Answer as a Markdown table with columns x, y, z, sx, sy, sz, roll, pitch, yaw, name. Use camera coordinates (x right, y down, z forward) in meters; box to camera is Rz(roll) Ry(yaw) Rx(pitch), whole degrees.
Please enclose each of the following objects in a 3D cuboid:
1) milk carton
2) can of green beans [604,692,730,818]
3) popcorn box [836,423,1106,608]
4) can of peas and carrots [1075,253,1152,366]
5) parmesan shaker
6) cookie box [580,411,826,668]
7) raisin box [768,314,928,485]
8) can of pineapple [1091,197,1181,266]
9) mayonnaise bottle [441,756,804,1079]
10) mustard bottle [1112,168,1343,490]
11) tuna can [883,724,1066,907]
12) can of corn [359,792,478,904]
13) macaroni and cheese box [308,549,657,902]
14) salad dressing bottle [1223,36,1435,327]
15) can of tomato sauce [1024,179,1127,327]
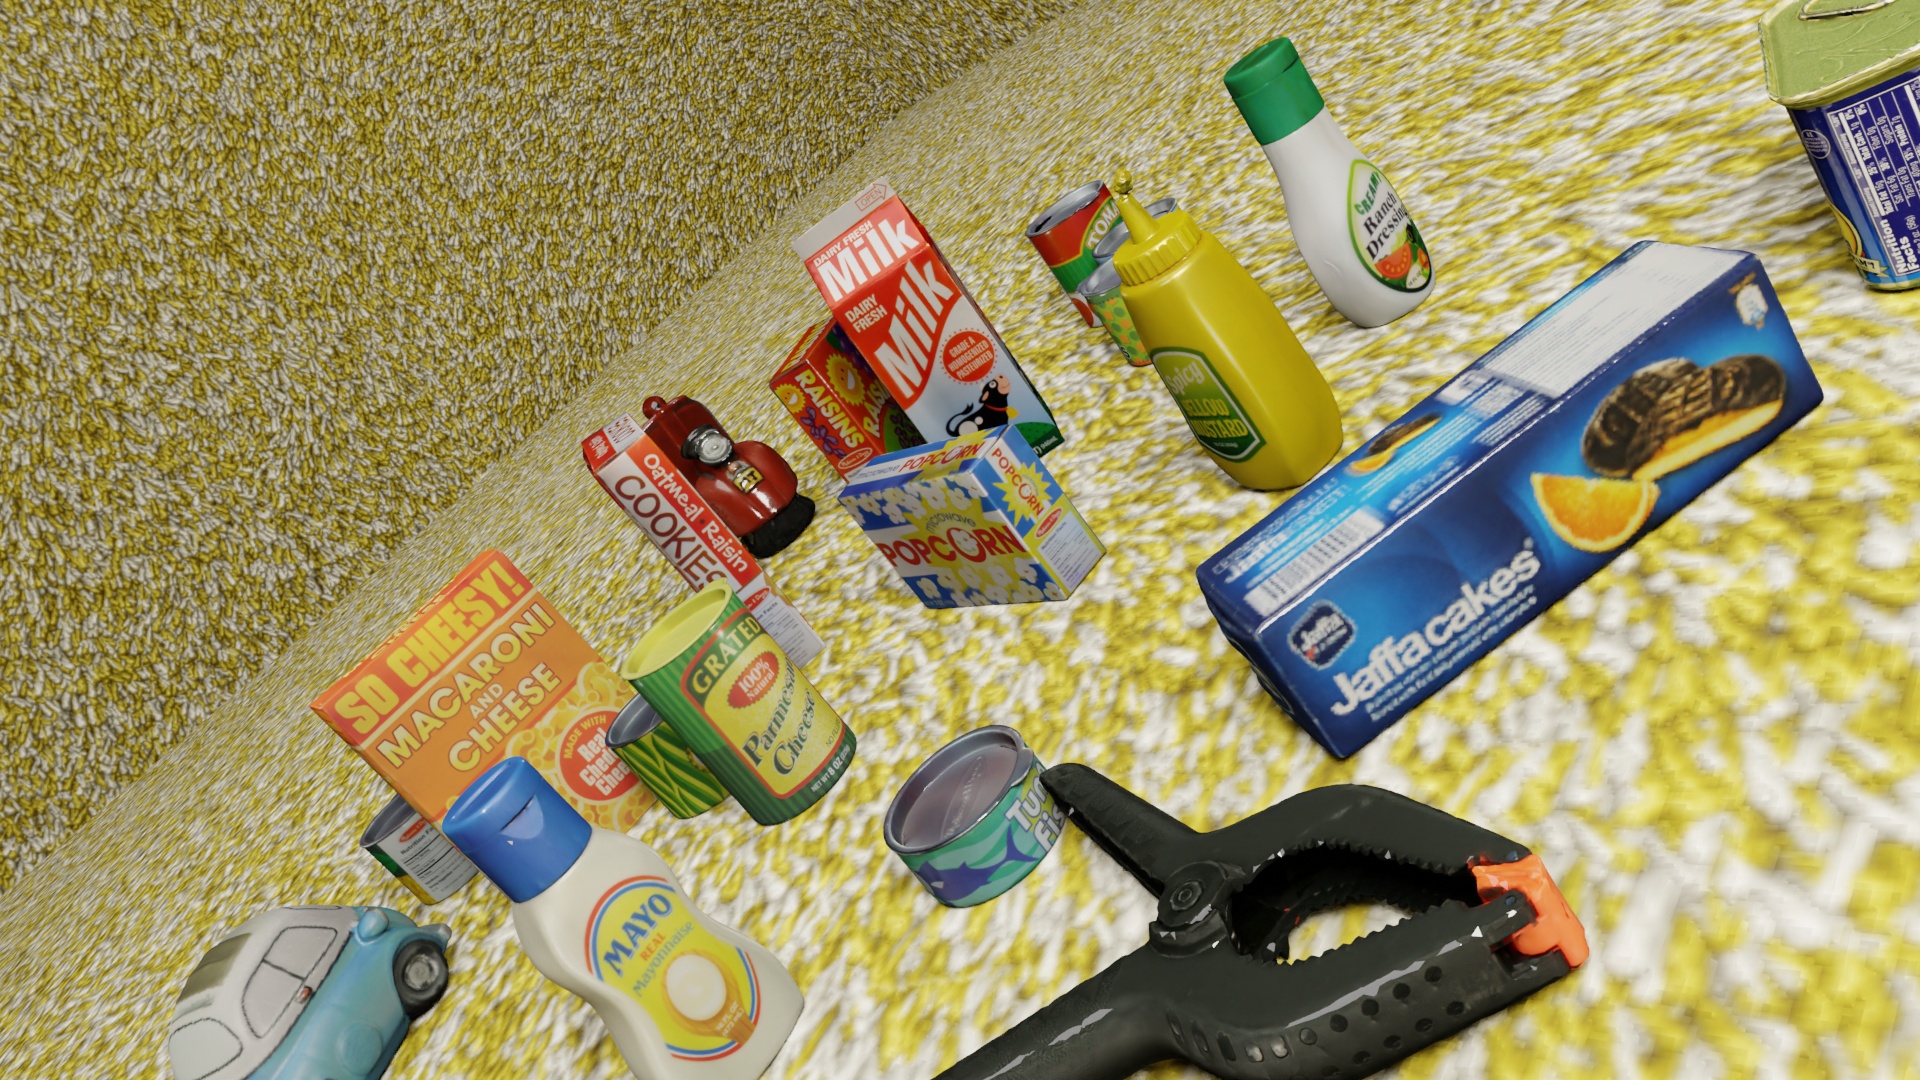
| x | y | z | sx | sy | sz | roll | pitch | yaw | name |
| --- | --- | --- | --- | --- | --- | --- | --- | --- | --- |
| -0.020 | -0.125 | 0.856 | 0.072 | 0.190 | 0.074 | -35 | 20 | 9 | milk carton |
| -0.148 | 0.108 | 0.754 | 0.071 | 0.057 | 0.071 | -33 | 20 | 14 | can of green beans |
| 0.003 | -0.009 | 0.717 | 0.126 | 0.085 | 0.038 | -8 | 35 | 54 | popcorn box |
| 0.117 | -0.151 | 0.876 | 0.071 | 0.058 | 0.071 | -33 | 20 | 14 | can of peas and carrots |
| -0.105 | 0.079 | 0.679 | 0.071 | 0.103 | 0.071 | -33 | 20 | 14 | parmesan shaker |
| -0.161 | 0.002 | 0.848 | 0.040 | 0.167 | 0.123 | -40 | 20 | -8 | cookie box |
| -0.068 | -0.087 | 0.951 | 0.040 | 0.123 | 0.086 | -26 | 23 | 30 | raisin box |
| 0.131 | -0.187 | 0.933 | 0.071 | 0.057 | 0.071 | -33 | 20 | 14 | can of pineapple |
| -0.124 | 0.142 | 0.504 | 0.041 | 0.147 | 0.065 | -11 | 32 | 51 | mayonnaise bottle |
| 0.108 | -0.094 | 0.616 | 0.049 | 0.160 | 0.065 | -45 | 21 | -19 | mustard bottle |
| 0.008 | 0.105 | 0.534 | 0.071 | 0.032 | 0.071 | -32 | 20 | 14 | tuna can |
| -0.340 | 0.190 | 0.896 | 0.071 | 0.058 | 0.071 | -33 | 20 | 14 | can of corn |
| -0.248 | 0.107 | 0.766 | 0.124 | 0.166 | 0.040 | -48 | 22 | -27 | macaroni and cheese box |
| 0.183 | -0.177 | 0.692 | 0.044 | 0.147 | 0.064 | -9 | 34 | 54 | salad dressing bottle |
| 0.098 | -0.205 | 0.991 | 0.071 | 0.083 | 0.071 | -33 | 20 | 14 | can of tomato sauce |
